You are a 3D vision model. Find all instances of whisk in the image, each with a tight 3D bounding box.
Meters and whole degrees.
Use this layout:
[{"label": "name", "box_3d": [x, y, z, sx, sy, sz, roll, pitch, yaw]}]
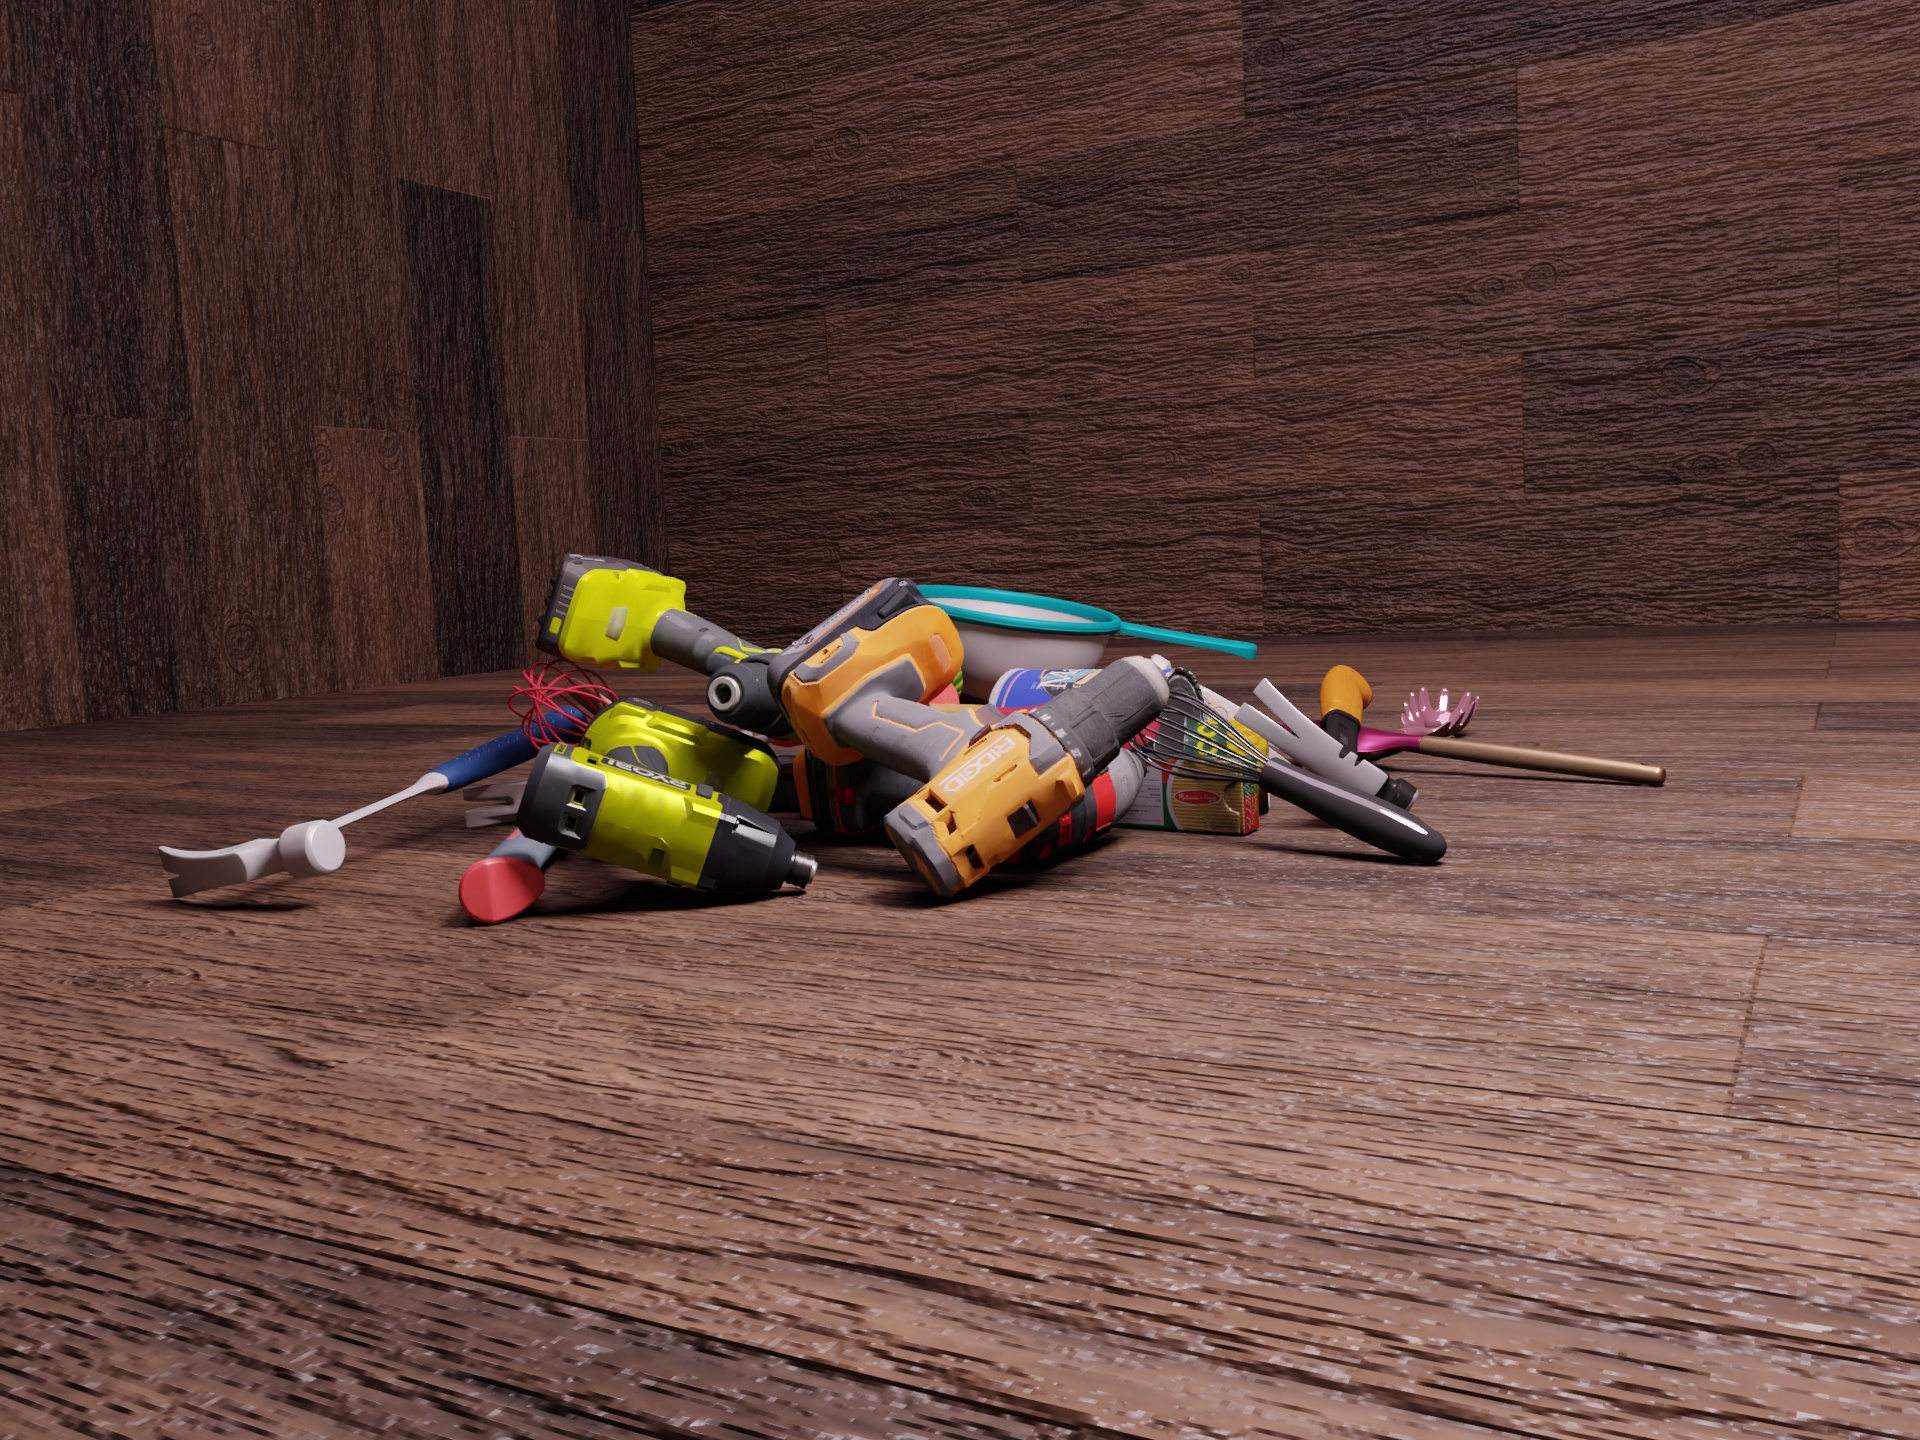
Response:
[{"label": "whisk", "box_3d": [-0.278, 0.014, 1.273, 0.073, 0.073, 0.295, -2, -16, 11]}, {"label": "whisk", "box_3d": [0.194, 0.036, 0.989, 0.239, 0.055, 0.055, 26, 24, 38]}]

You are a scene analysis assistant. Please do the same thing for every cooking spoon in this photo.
[{"label": "cooking spoon", "box_3d": [0.387, 0.022, 1.246, 0.319, 0.017, 0.068, 9, 17, 42]}]

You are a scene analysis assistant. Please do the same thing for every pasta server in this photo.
[{"label": "pasta server", "box_3d": [0.371, 0.011, 1.380, 0.060, 0.040, 0.316, 11, 15, 36]}]

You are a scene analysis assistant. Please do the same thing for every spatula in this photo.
[{"label": "spatula", "box_3d": [-0.298, 0.000, 1.401, 0.060, 0.018, 0.315, -23, -10, -2]}]

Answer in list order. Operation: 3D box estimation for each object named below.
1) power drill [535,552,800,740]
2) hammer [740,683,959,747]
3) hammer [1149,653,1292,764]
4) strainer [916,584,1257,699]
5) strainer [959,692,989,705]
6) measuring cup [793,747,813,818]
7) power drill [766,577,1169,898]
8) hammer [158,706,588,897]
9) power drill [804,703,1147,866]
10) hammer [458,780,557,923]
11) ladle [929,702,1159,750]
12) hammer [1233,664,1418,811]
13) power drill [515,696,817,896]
[{"label": "power drill", "box_3d": [-0.189, -0.047, 1.150, 0.229, 0.080, 0.190, 23, 8, 20]}, {"label": "hammer", "box_3d": [-0.134, 0.009, 1.415, 0.359, 0.037, 0.149, -12, -1, 42]}, {"label": "hammer", "box_3d": [0.214, 0.001, 1.424, 0.146, 0.038, 0.410, 31, 2, 3]}, {"label": "strainer", "box_3d": [0.105, -0.057, 1.508, 0.340, 0.095, 0.211, 9, 11, 1]}, {"label": "strainer", "box_3d": [-0.030, -0.026, 1.538, 0.087, 0.050, 0.258, 21, 4, 42]}, {"label": "measuring cup", "box_3d": [-0.046, 0.028, 1.231, 0.173, 0.052, 0.095, -16, 8, -11]}, {"label": "power drill", "box_3d": [0.002, -0.008, 0.973, 0.185, 0.084, 0.226, -37, 41, -12]}, {"label": "hammer", "box_3d": [-0.397, 0.049, 1.161, 0.144, 0.035, 0.405, -11, 9, 19]}, {"label": "power drill", "box_3d": [0.012, 0.040, 1.071, 0.220, 0.078, 0.143, 7, 19, 41]}, {"label": "hammer", "box_3d": [-0.302, 0.080, 1.081, 0.143, 0.038, 0.386, -5, 6, -5]}, {"label": "ladle", "box_3d": [-0.002, -0.004, 1.179, 0.315, 0.031, 0.069, 0, 35, 32]}, {"label": "hammer", "box_3d": [0.278, -0.005, 1.192, 0.127, 0.034, 0.337, 36, 17, 5]}, {"label": "power drill", "box_3d": [-0.177, 0.052, 1.004, 0.171, 0.080, 0.223, 18, 6, -9]}]
